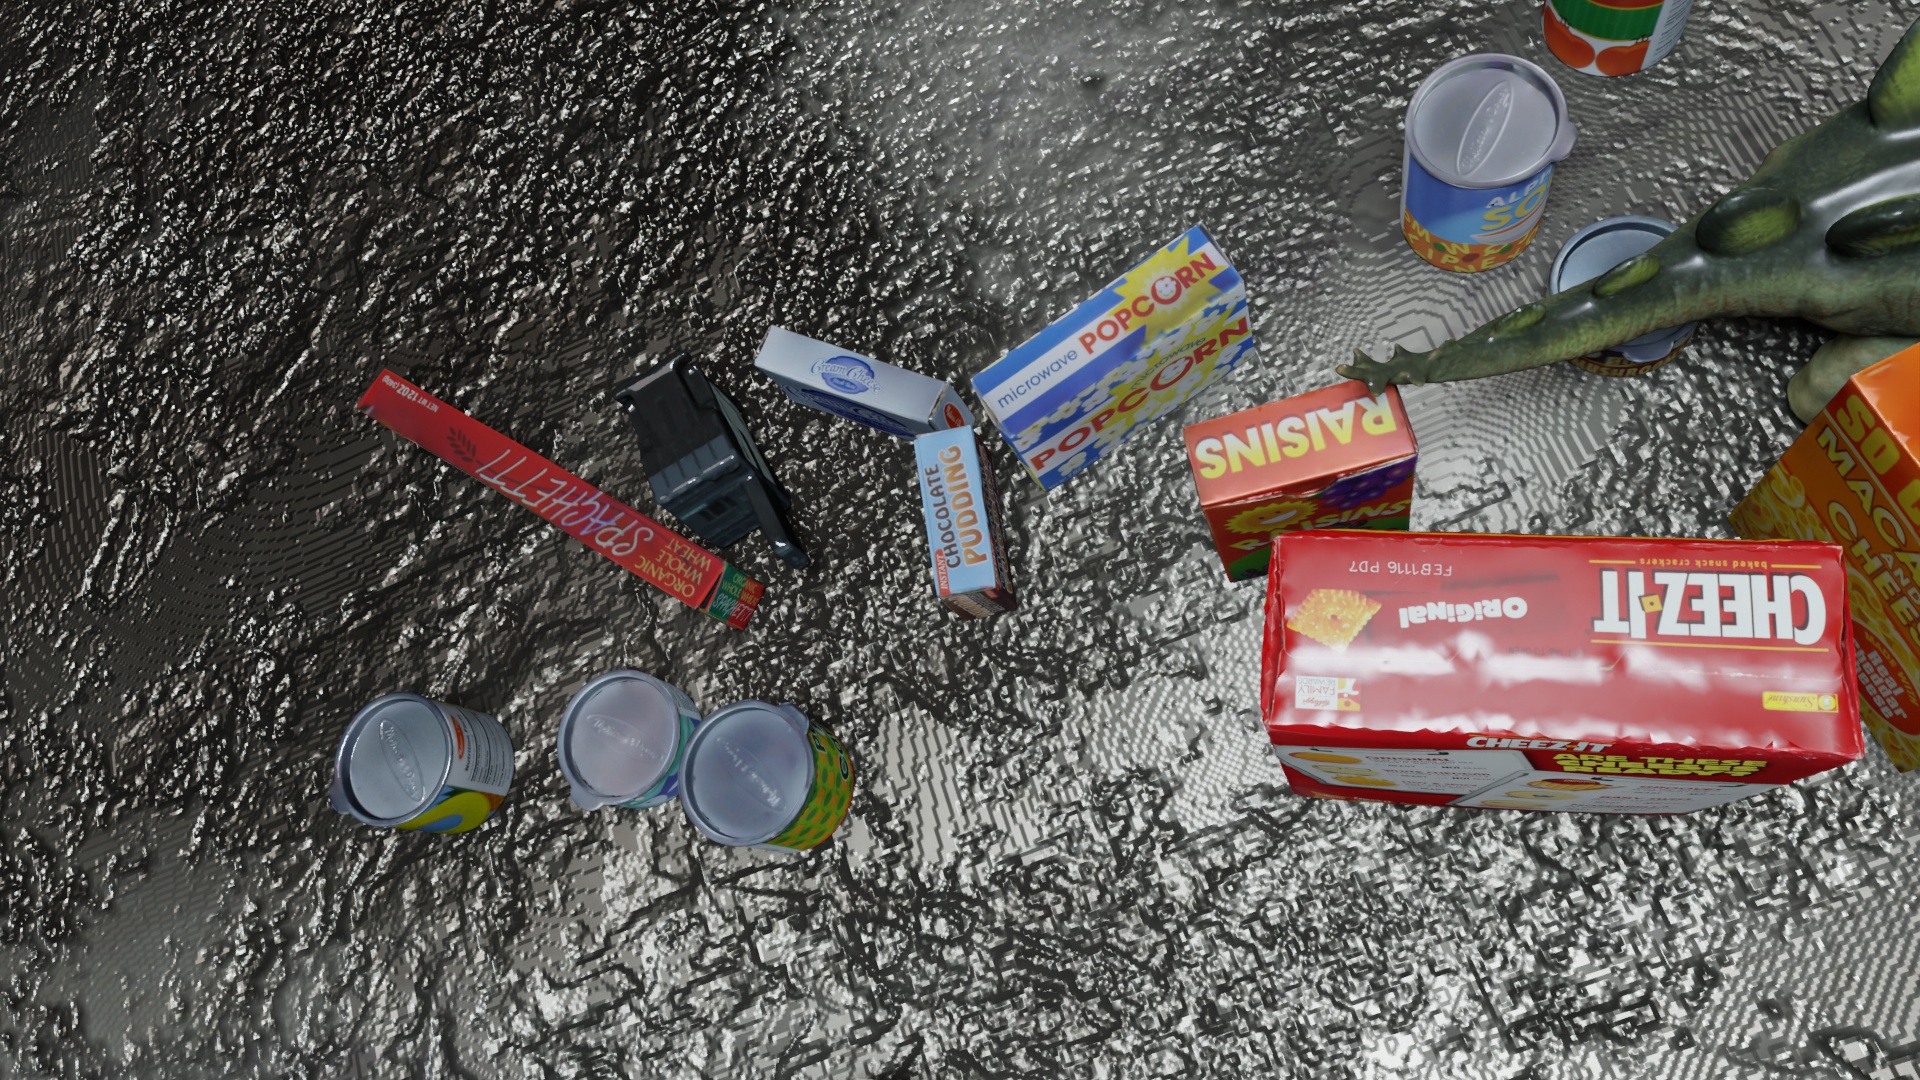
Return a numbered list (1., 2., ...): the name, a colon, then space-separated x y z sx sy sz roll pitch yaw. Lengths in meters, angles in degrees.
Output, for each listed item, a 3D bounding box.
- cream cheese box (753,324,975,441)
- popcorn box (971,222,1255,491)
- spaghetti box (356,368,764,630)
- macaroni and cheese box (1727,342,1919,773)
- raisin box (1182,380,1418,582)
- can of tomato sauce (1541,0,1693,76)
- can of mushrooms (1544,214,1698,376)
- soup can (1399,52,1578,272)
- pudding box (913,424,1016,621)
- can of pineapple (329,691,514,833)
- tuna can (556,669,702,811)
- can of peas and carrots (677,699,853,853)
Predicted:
1. cream cheese box: -0.048 -0.075 0.700 0.104 0.053 0.024 20 81 20
2. popcorn box: 0.074 -0.082 0.651 0.126 0.085 0.038 -34 68 4
3. spaghetti box: -0.213 -0.023 0.732 0.250 0.050 0.029 27 83 21
4. macaroni and cheese box: 0.349 0.011 0.502 0.040 0.166 0.124 -27 69 7
5. raisin box: 0.146 -0.023 0.592 0.086 0.123 0.040 -14 71 11
6. can of tomato sauce: 0.307 -0.267 0.643 0.071 0.083 0.071 -4 73 15
7. can of mushrooms: 0.298 -0.107 0.624 0.071 0.033 0.071 -4 73 14
8. soup can: 0.238 -0.168 0.632 0.071 0.083 0.071 -4 73 15
9. pudding box: 0.002 -0.008 0.668 0.030 0.049 0.084 -13 71 12
10. can of pineapple: -0.271 0.114 0.703 0.071 0.057 0.071 -4 73 14
11. tuna can: -0.164 0.102 0.690 0.071 0.032 0.071 -4 73 14
12. can of peas and carrots: -0.088 0.110 0.652 0.071 0.058 0.071 -4 73 14
